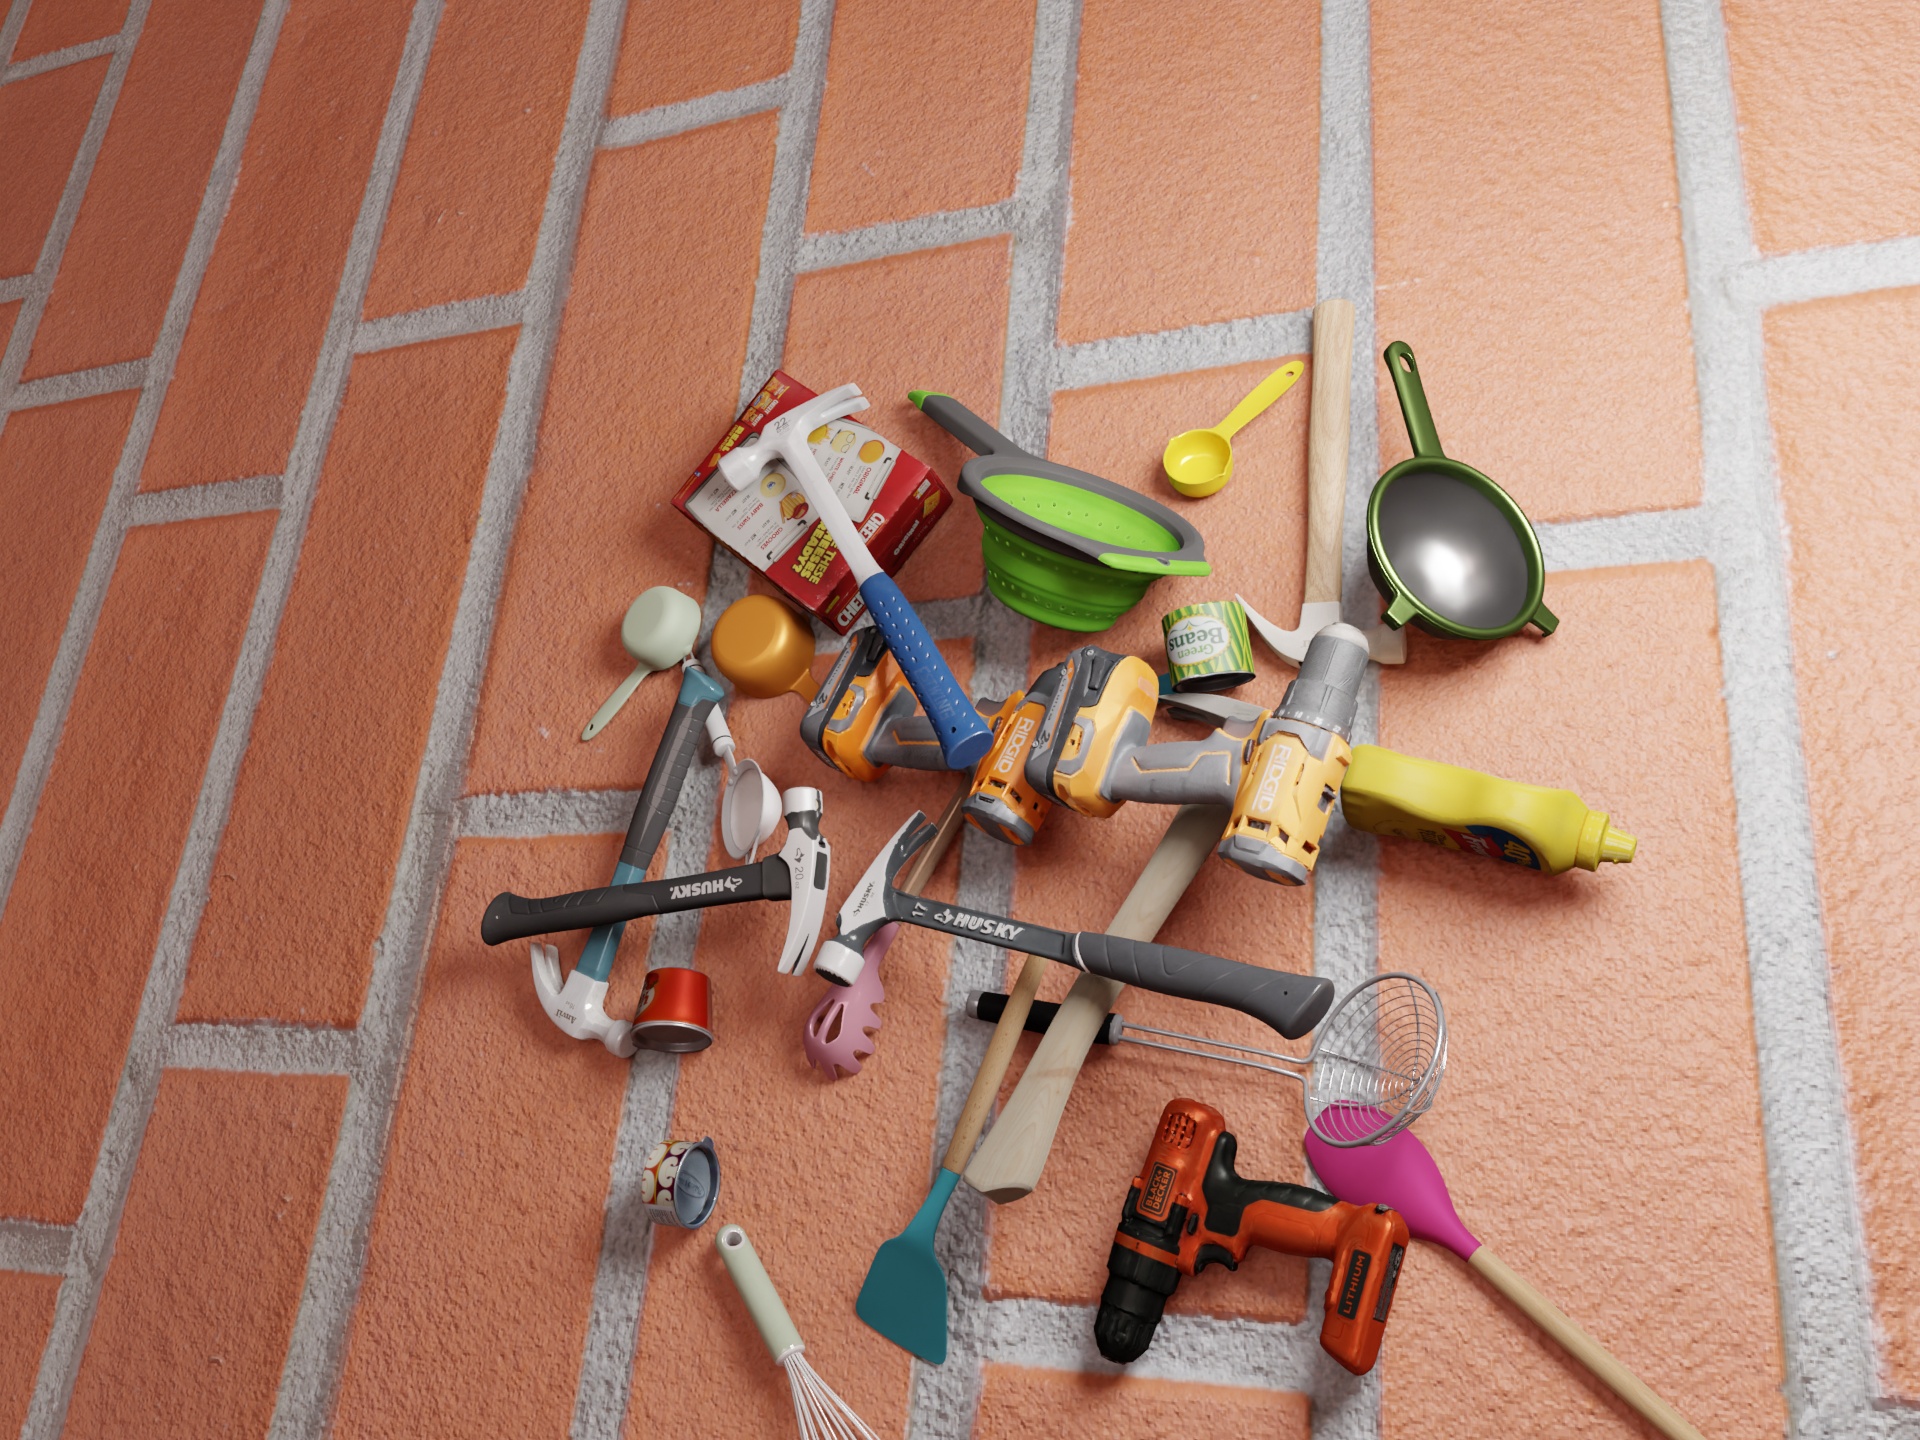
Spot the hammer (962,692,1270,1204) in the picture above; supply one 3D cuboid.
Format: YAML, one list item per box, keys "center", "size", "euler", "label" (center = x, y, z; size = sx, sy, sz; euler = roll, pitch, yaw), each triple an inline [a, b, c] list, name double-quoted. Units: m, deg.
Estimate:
- center: [0.114, 0.158, 1.161]
  size: [0.146, 0.038, 0.411]
  euler: [19, 69, 42]
  label: "hammer"

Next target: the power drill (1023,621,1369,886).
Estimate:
- center: [0.175, 0.005, 1.140]
  size: [0.226, 0.084, 0.185]
  euler: [14, 78, 39]
  label: "power drill"

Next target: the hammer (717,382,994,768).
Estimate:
- center: [-0.072, -0.125, 1.311]
  size: [0.144, 0.035, 0.406]
  euler: [-35, 56, 6]
  label: "hammer"

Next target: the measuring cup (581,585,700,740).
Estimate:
- center: [-0.309, -0.053, 1.474]
  size: [0.167, 0.038, 0.083]
  euler: [-51, 46, 2]
  label: "measuring cup"

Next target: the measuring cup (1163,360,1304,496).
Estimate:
- center: [0.235, -0.246, 1.339]
  size: [0.156, 0.029, 0.062]
  euler: [-43, 58, -12]
  label: "measuring cup"

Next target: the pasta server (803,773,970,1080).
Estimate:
- center: [-0.039, 0.142, 1.289]
  size: [0.060, 0.040, 0.316]
  euler: [23, 75, 30]
  label: "pasta server"

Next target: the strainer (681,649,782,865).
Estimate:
- center: [-0.203, 0.028, 1.399]
  size: [0.086, 0.050, 0.259]
  euler: [-57, 45, 34]
  label: "strainer"

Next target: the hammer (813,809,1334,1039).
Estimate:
- center: [0.075, 0.158, 1.139]
  size: [0.409, 0.036, 0.149]
  euler: [8, 61, 39]
  label: "hammer"

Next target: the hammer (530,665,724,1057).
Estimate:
- center: [-0.278, 0.113, 1.378]
  size: [0.128, 0.033, 0.331]
  euler: [17, 84, 29]
  label: "hammer"

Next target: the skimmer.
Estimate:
- center: [0.161, 0.217, 1.129]
  size: [0.363, 0.090, 0.127]
  euler: [6, 58, 27]
  label: "skimmer"

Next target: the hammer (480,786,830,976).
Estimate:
- center: [-0.259, 0.153, 1.318]
  size: [0.335, 0.035, 0.146]
  euler: [-11, 71, 23]
  label: "hammer"

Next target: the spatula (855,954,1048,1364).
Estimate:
- center: [0.007, 0.307, 1.173]
  size: [0.082, 0.044, 0.317]
  euler: [18, 80, 31]
  label: "spatula"

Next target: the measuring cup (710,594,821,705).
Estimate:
- center: [-0.154, -0.046, 1.400]
  size: [0.095, 0.052, 0.174]
  euler: [-47, 57, -1]
  label: "measuring cup"

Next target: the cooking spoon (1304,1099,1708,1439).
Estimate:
- center: [0.353, 0.362, 1.026]
  size: [0.069, 0.017, 0.319]
  euler: [-49, 58, -2]
  label: "cooking spoon"

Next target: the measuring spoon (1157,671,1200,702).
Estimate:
- center: [0.140, -0.012, 1.284]
  size: [0.128, 0.021, 0.042]
  euler: [-23, 66, 3]
  label: "measuring spoon"

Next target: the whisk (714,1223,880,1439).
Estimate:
- center: [-0.121, 0.475, 1.172]
  size: [0.058, 0.059, 0.247]
  euler: [-18, 50, -27]
  label: "whisk"

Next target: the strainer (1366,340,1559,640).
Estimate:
- center: [0.346, -0.165, 1.205]
  size: [0.151, 0.069, 0.257]
  euler: [1, 66, -21]
  label: "strainer"

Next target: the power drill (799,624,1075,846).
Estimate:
- center: [-0.002, -0.004, 1.287]
  size: [0.227, 0.084, 0.164]
  euler: [18, 70, 35]
  label: "power drill"

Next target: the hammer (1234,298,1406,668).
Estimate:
- center: [0.293, -0.195, 1.283]
  size: [0.130, 0.031, 0.331]
  euler: [-2, 67, 22]
  label: "hammer"

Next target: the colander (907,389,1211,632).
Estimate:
- center: [0.047, -0.174, 1.344]
  size: [0.398, 0.204, 0.094]
  euler: [46, 126, 47]
  label: "colander"
